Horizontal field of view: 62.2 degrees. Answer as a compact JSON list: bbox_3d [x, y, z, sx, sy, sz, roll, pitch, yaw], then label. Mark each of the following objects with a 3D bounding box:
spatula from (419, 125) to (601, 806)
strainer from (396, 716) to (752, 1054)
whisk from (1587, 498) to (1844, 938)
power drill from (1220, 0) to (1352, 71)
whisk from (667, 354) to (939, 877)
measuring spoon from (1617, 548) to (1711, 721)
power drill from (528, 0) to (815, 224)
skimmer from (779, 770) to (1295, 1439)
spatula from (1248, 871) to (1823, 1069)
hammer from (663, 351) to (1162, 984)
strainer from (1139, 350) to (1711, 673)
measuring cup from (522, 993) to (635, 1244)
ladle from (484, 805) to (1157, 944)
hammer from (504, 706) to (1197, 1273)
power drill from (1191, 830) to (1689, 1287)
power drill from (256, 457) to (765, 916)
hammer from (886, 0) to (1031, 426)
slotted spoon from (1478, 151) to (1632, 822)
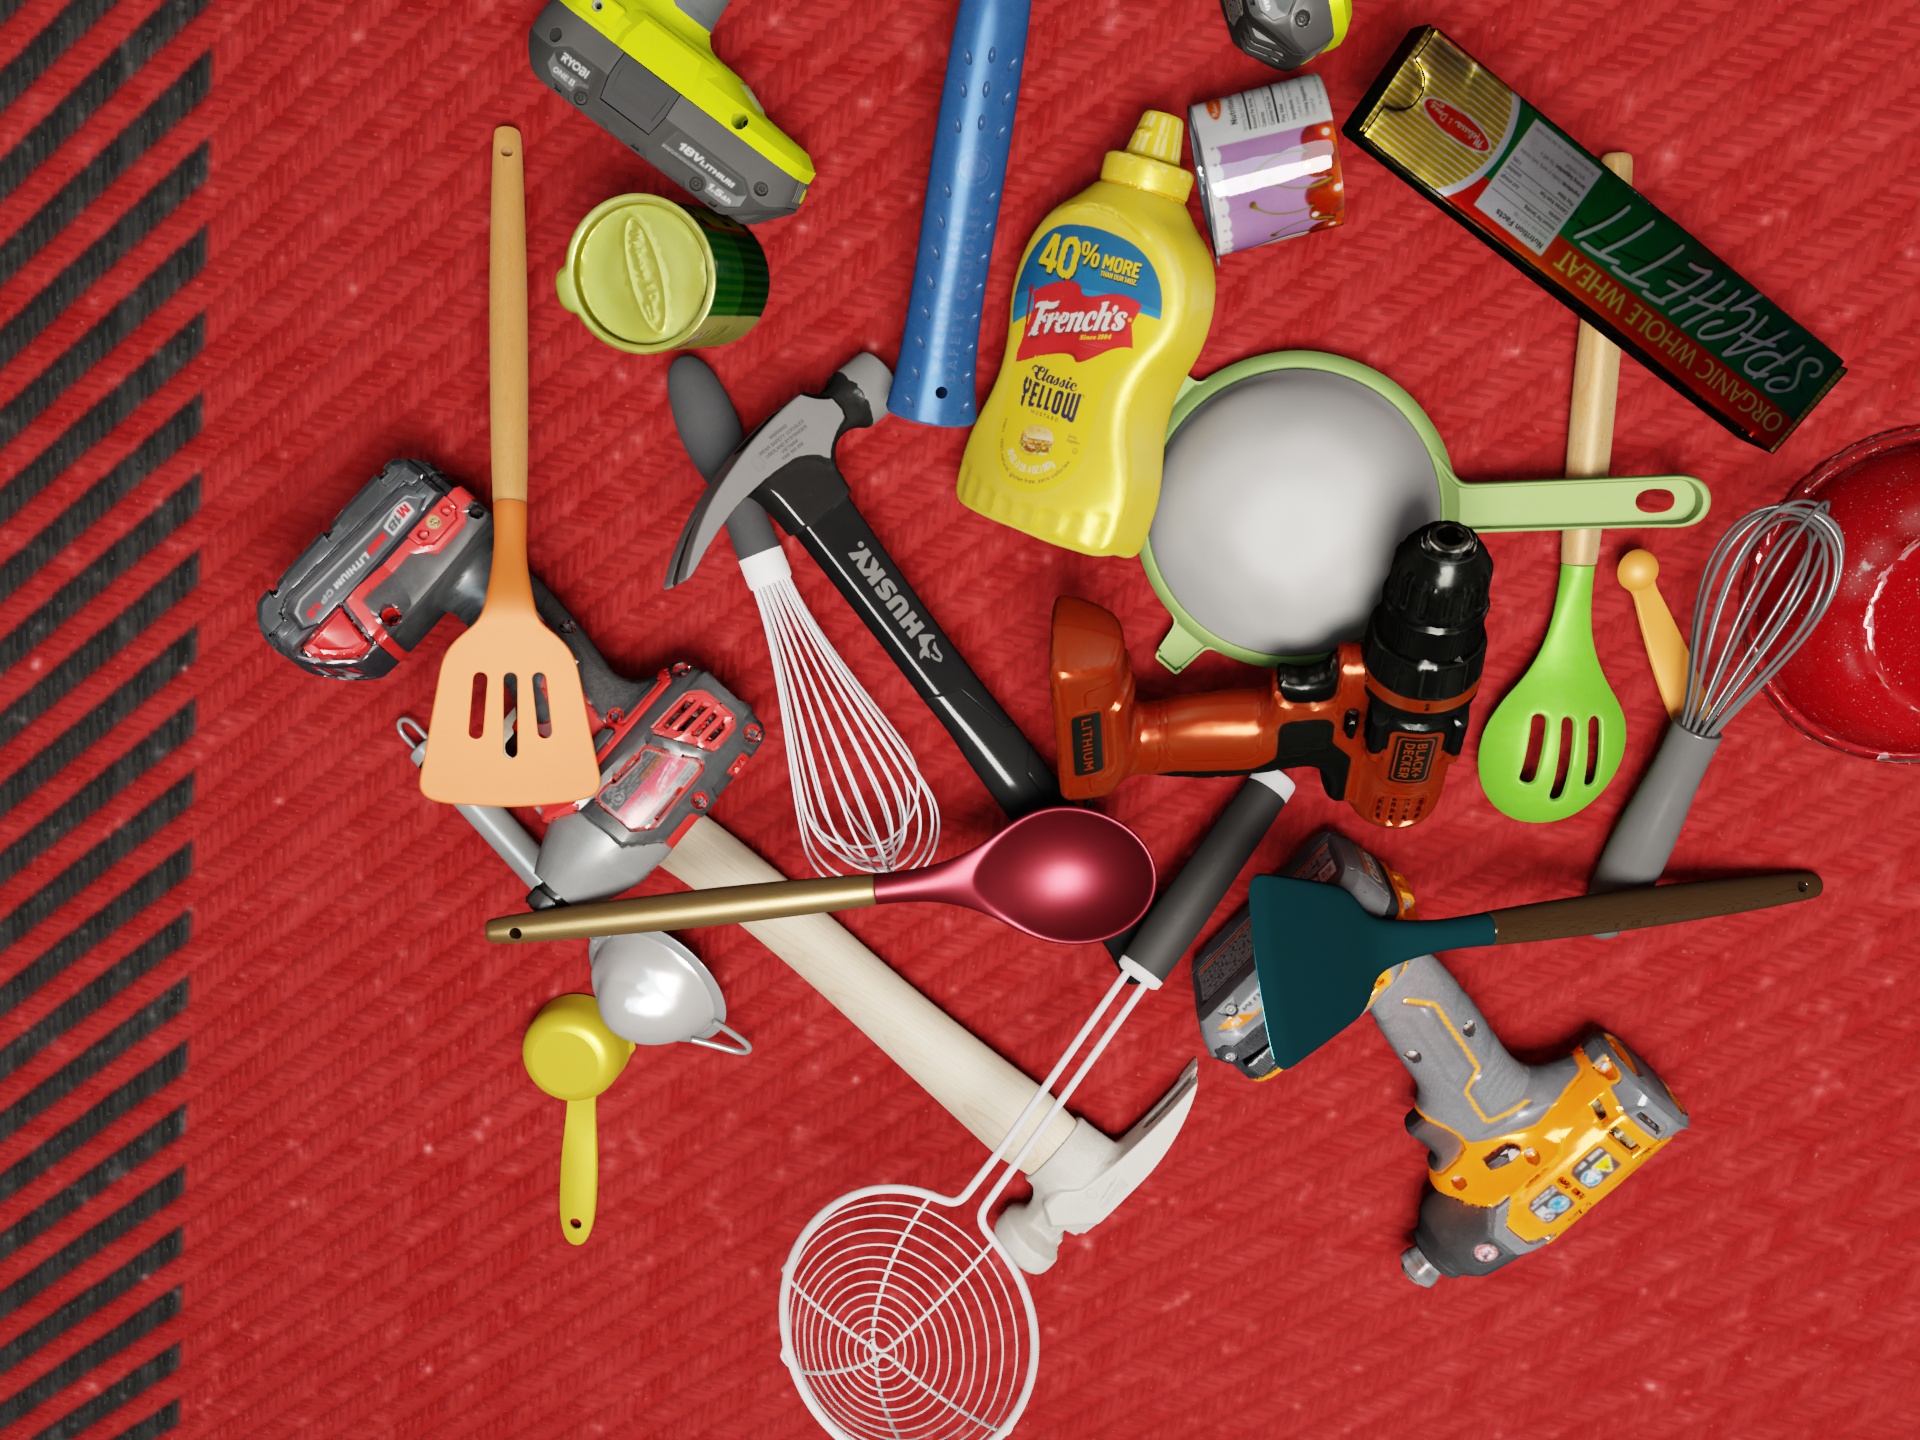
[{"bbox_3d":[-0.211,-0.122,0.744,0.081,0.041,0.323,-1,80,-14],"label":"spatula"},{"bbox_3d":[-0.213,0.096,0.847,0.258,0.050,0.087,47,132,0],"label":"strainer"},{"bbox_3d":[0.341,0.006,0.737,0.055,0.055,0.238,15,118,3],"label":"whisk"},{"bbox_3d":[0.211,-0.364,0.654,0.223,0.080,0.171,-18,102,8],"label":"power drill"},{"bbox_3d":[-0.086,-0.045,0.789,0.070,0.070,0.284,-21,96,12],"label":"whisk"},{"bbox_3d":[0.337,-0.029,0.750,0.021,0.011,0.116,-31,109,-5],"label":"measuring spoon"},{"bbox_3d":[-0.063,-0.337,0.696,0.190,0.080,0.228,35,104,-9],"label":"power drill"},{"bbox_3d":[0.054,0.168,0.739,0.127,0.090,0.363,36,82,2],"label":"skimmer"},{"bbox_3d":[0.270,0.094,0.727,0.317,0.044,0.082,-6,84,-16],"label":"spatula"},{"bbox_3d":[-0.001,-0.002,0.773,0.146,0.035,0.334,-43,105,-23],"label":"hammer"},{"bbox_3d":[0.202,-0.092,0.715,0.256,0.069,0.151,0,103,16],"label":"strainer"},{"bbox_3d":[-0.217,0.230,0.890,0.062,0.029,0.156,6,104,6],"label":"measuring cup"},{"bbox_3d":[-0.066,0.084,0.751,0.315,0.031,0.069,-6,102,-1],"label":"ladle"},{"bbox_3d":[-0.066,0.117,0.838,0.410,0.038,0.146,40,105,-4],"label":"hammer"},{"bbox_3d":[0.224,0.181,0.796,0.226,0.084,0.164,39,106,-8],"label":"power drill"},{"bbox_3d":[-0.221,-0.011,0.777,0.219,0.078,0.143,39,80,-2],"label":"power drill"},{"bbox_3d":[0.013,-0.322,0.651,0.144,0.035,0.405,2,116,-18],"label":"hammer"},{"bbox_3d":[0.288,-0.099,0.740,0.070,0.031,0.313,1,104,0],"label":"slotted spoon"}]
